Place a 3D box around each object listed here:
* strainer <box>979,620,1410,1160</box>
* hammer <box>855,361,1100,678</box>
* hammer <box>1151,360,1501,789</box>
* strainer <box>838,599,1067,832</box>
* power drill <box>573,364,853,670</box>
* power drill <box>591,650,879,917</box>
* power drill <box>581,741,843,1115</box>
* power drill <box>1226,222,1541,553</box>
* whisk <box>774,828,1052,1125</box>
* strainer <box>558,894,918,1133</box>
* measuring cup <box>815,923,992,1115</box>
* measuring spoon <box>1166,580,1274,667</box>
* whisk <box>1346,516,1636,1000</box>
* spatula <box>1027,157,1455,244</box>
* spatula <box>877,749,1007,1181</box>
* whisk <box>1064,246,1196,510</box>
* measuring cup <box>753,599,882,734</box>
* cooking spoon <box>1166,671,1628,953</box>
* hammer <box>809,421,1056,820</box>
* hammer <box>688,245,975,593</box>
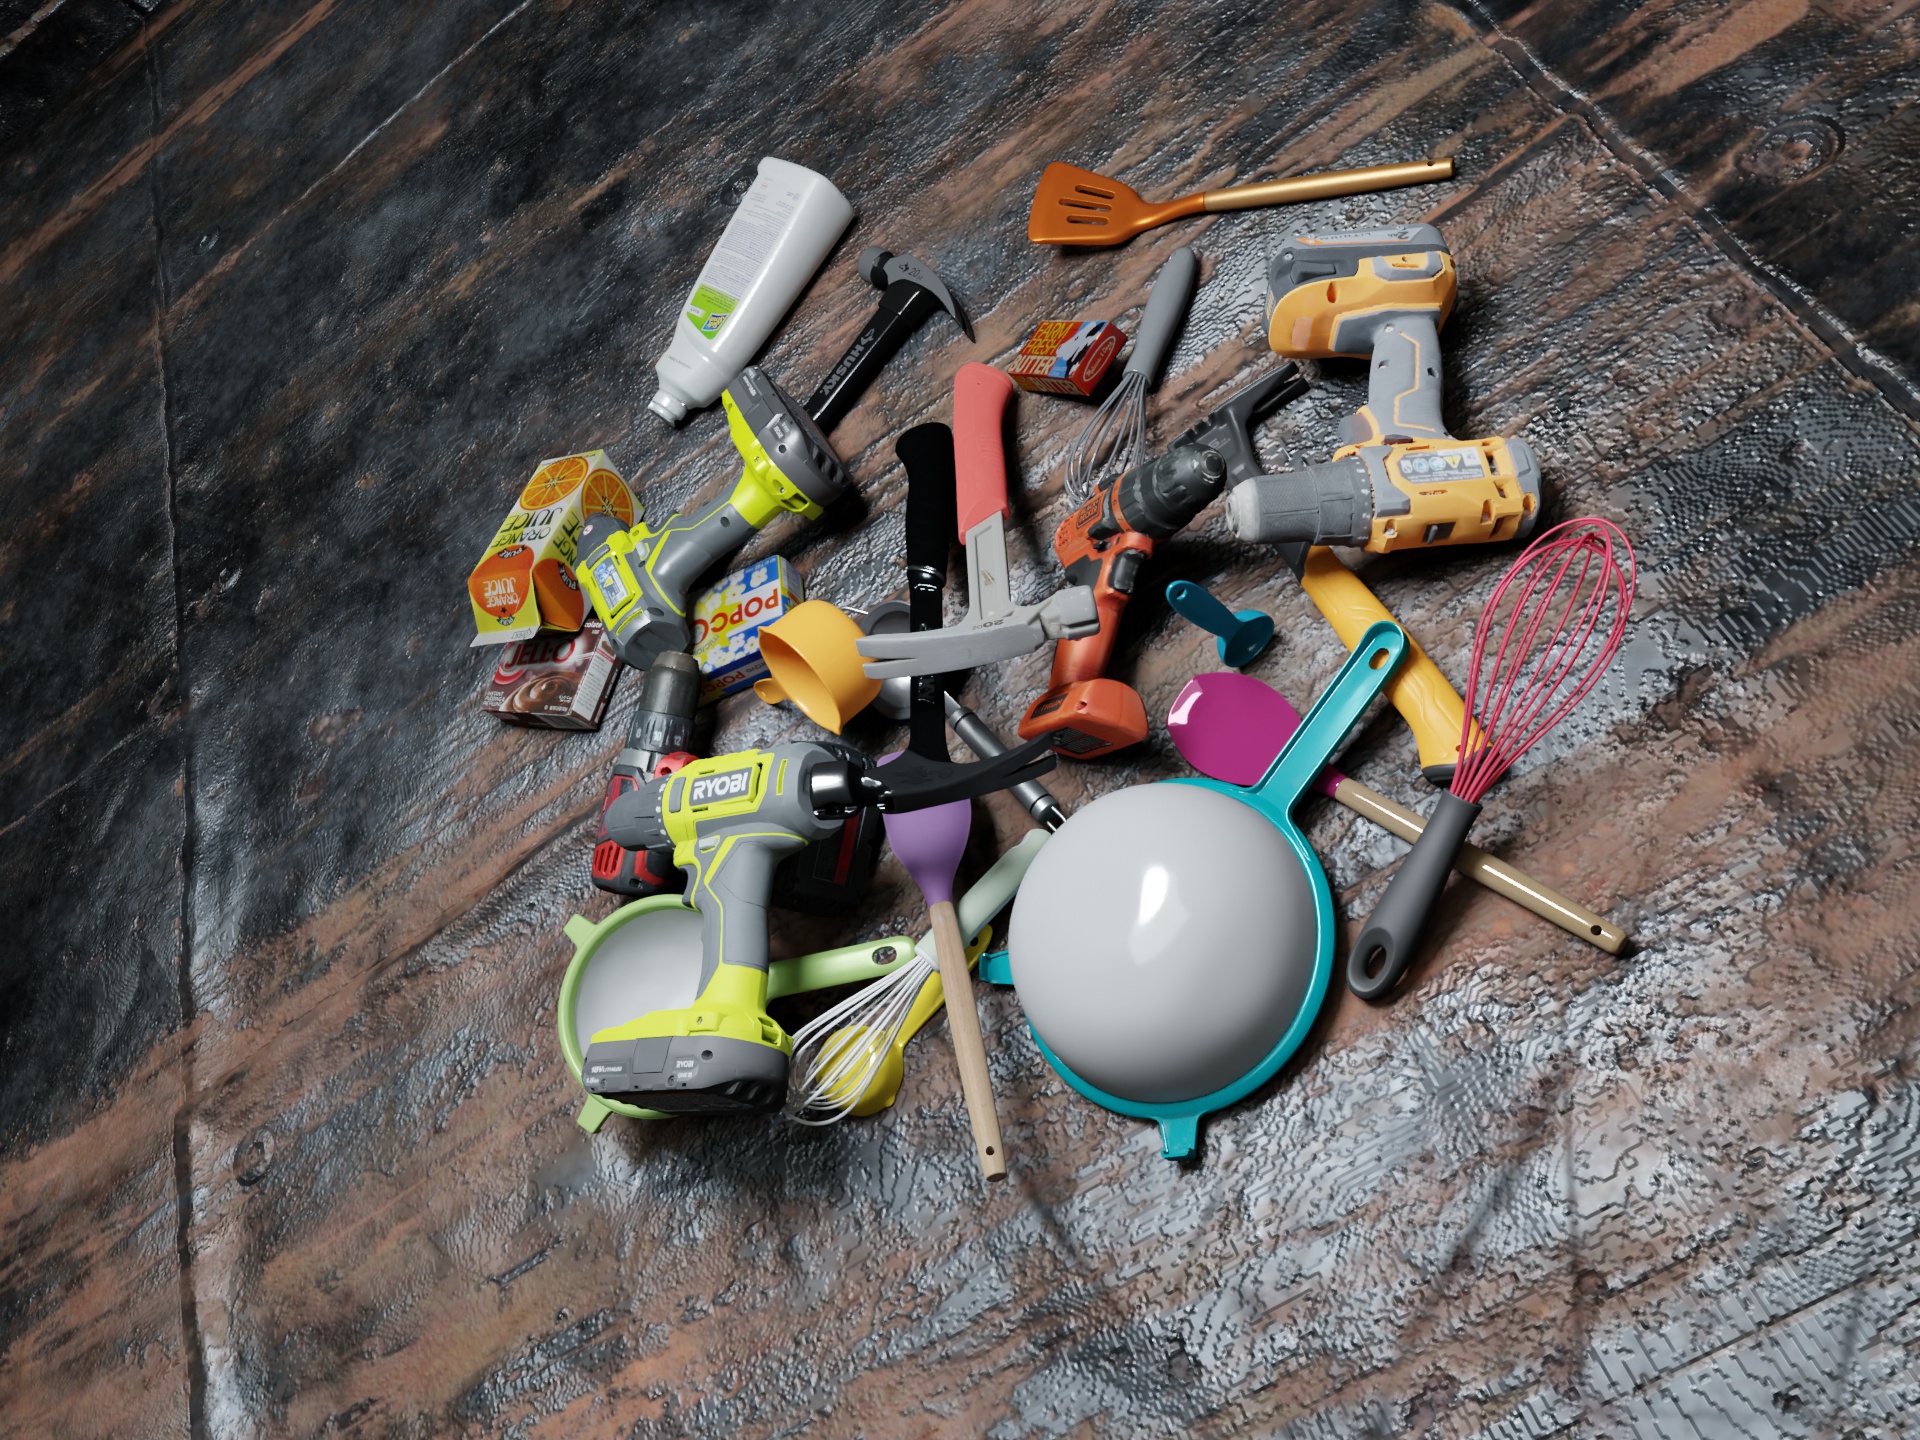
[{"bbox_3d":[0.143,0.071,0.933,0.211,0.095,0.340,39,96,39],"label":"strainer"},{"bbox_3d":[0.006,-0.153,1.104,0.149,0.036,0.359,-10,37,6],"label":"hammer"},{"bbox_3d":[0.243,-0.092,1.015,0.127,0.034,0.337,-36,53,12],"label":"hammer"},{"bbox_3d":[-0.002,-0.004,1.110,0.259,0.050,0.086,47,124,35],"label":"strainer"},{"bbox_3d":[-0.207,-0.165,1.255,0.223,0.080,0.171,-41,49,9],"label":"power drill"},{"bbox_3d":[-0.167,0.046,1.152,0.227,0.080,0.188,5,80,36],"label":"power drill"},{"bbox_3d":[-0.170,0.131,1.023,0.190,0.080,0.229,-11,61,35],"label":"power drill"},{"bbox_3d":[0.247,-0.203,1.009,0.185,0.084,0.226,-6,61,-1],"label":"power drill"},{"bbox_3d":[-0.025,0.160,1.020,0.059,0.058,0.246,45,77,1],"label":"whisk"},{"bbox_3d":[-0.146,0.188,1.092,0.256,0.069,0.152,-13,69,9],"label":"strainer"},{"bbox_3d":[-0.037,0.190,1.039,0.156,0.029,0.062,-50,51,2],"label":"measuring cup"},{"bbox_3d":[0.156,-0.068,0.993,0.042,0.128,0.021,-49,53,12],"label":"measuring spoon"},{"bbox_3d":[0.287,0.025,0.879,0.073,0.073,0.296,33,104,38],"label":"whisk"},{"bbox_3d":[0.205,-0.398,1.194,0.323,0.041,0.081,2,67,31],"label":"spatula"},{"bbox_3d":[-0.005,0.137,0.992,0.060,0.018,0.316,-13,50,1],"label":"spatula"},{"bbox_3d":[0.130,-0.252,1.160,0.055,0.055,0.239,8,66,34],"label":"whisk"},{"bbox_3d":[-0.111,-0.039,1.165,0.052,0.095,0.173,-40,10,-19],"label":"measuring cup"},{"bbox_3d":[0.248,0.053,0.946,0.319,0.017,0.069,33,91,39],"label":"cooking spoon"},{"bbox_3d":[-0.019,-0.089,1.097,0.149,0.036,0.409,-6,42,4],"label":"hammer"},{"bbox_3d":[-0.124,-0.241,1.315,0.146,0.035,0.335,37,88,39],"label":"hammer"}]
